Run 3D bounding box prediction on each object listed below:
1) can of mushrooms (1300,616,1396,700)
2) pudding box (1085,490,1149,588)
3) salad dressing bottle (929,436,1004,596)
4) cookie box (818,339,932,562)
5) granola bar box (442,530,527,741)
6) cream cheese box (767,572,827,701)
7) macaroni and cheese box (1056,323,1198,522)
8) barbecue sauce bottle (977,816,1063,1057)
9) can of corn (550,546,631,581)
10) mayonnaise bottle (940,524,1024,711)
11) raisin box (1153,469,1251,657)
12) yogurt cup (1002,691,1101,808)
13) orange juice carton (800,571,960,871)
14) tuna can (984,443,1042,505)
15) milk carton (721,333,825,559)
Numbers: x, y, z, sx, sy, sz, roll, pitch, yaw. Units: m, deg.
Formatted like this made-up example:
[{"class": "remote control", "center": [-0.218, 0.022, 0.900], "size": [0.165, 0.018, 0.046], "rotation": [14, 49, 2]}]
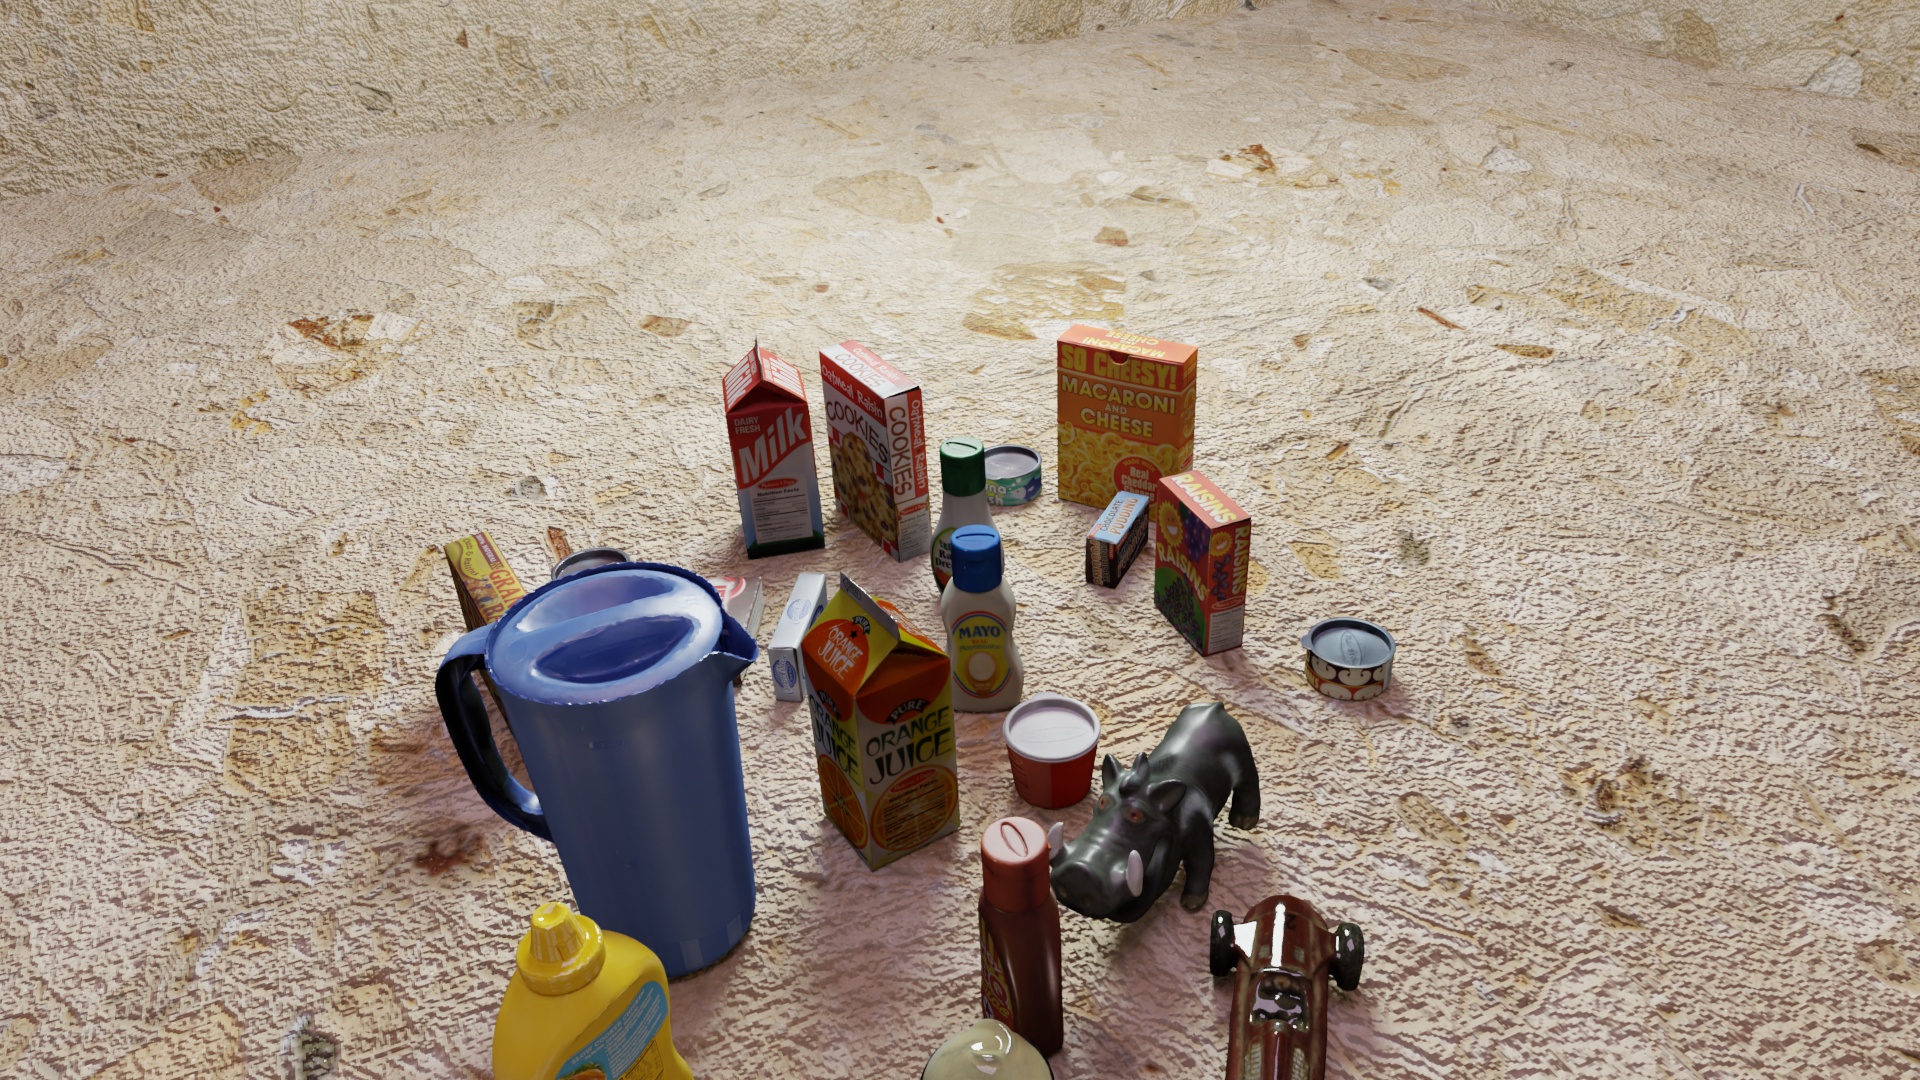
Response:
[{"class": "can of mushrooms", "center": [0.296, 0.090, 1.068], "size": [0.071, 0.033, 0.071], "rotation": [-2, 32, 2]}, {"class": "pudding box", "center": [0.137, -0.002, 1.212], "size": [0.030, 0.049, 0.084], "rotation": [13, 36, 23]}, {"class": "salad dressing bottle", "center": [0.004, -0.014, 1.152], "size": [0.064, 0.146, 0.044], "rotation": [14, 36, 26]}, {"class": "cookie box", "center": [-0.075, -0.082, 1.247], "size": [0.040, 0.166, 0.123], "rotation": [-21, 36, -25]}, {"class": "granola bar box", "center": [-0.338, 0.084, 1.049], "size": [0.039, 0.123, 0.166], "rotation": [-20, 36, -25]}, {"class": "cream cheese box", "center": [-0.127, 0.076, 1.109], "size": [0.024, 0.053, 0.104], "rotation": [2, 33, 8]}, {"class": "macaroni and cheese box", "center": [0.150, -0.104, 1.263], "size": [0.124, 0.165, 0.040], "rotation": [15, 37, 27]}, {"class": "barbecue sauce bottle", "center": [0.033, 0.221, 0.778], "size": [0.044, 0.147, 0.065], "rotation": [-14, 34, -16]}, {"class": "can of corn", "center": [-0.302, 0.048, 1.164], "size": [0.071, 0.058, 0.071], "rotation": [-2, 32, 2]}, {"class": "mayonnaise bottle", "center": [0.014, 0.060, 1.034], "size": [0.065, 0.147, 0.041], "rotation": [-2, 32, 2]}, {"class": "raisin box", "center": [0.192, 0.018, 1.108], "size": [0.040, 0.122, 0.086], "rotation": [-14, 34, -16]}, {"class": "yogurt cup", "center": [0.064, 0.151, 0.974], "size": [0.072, 0.053, 0.073], "rotation": [-2, 32, 2]}, {"class": "orange juice carton", "center": [-0.052, 0.114, 0.913], "size": [0.073, 0.191, 0.072], "rotation": [-21, 36, -26]}, {"class": "tuna can", "center": [0.044, -0.062, 1.330], "size": [0.071, 0.032, 0.071], "rotation": [-2, 32, 2]}, {"class": "milk carton", "center": [-0.169, -0.085, 1.239], "size": [0.073, 0.189, 0.072], "rotation": [-9, 33, -8]}]
